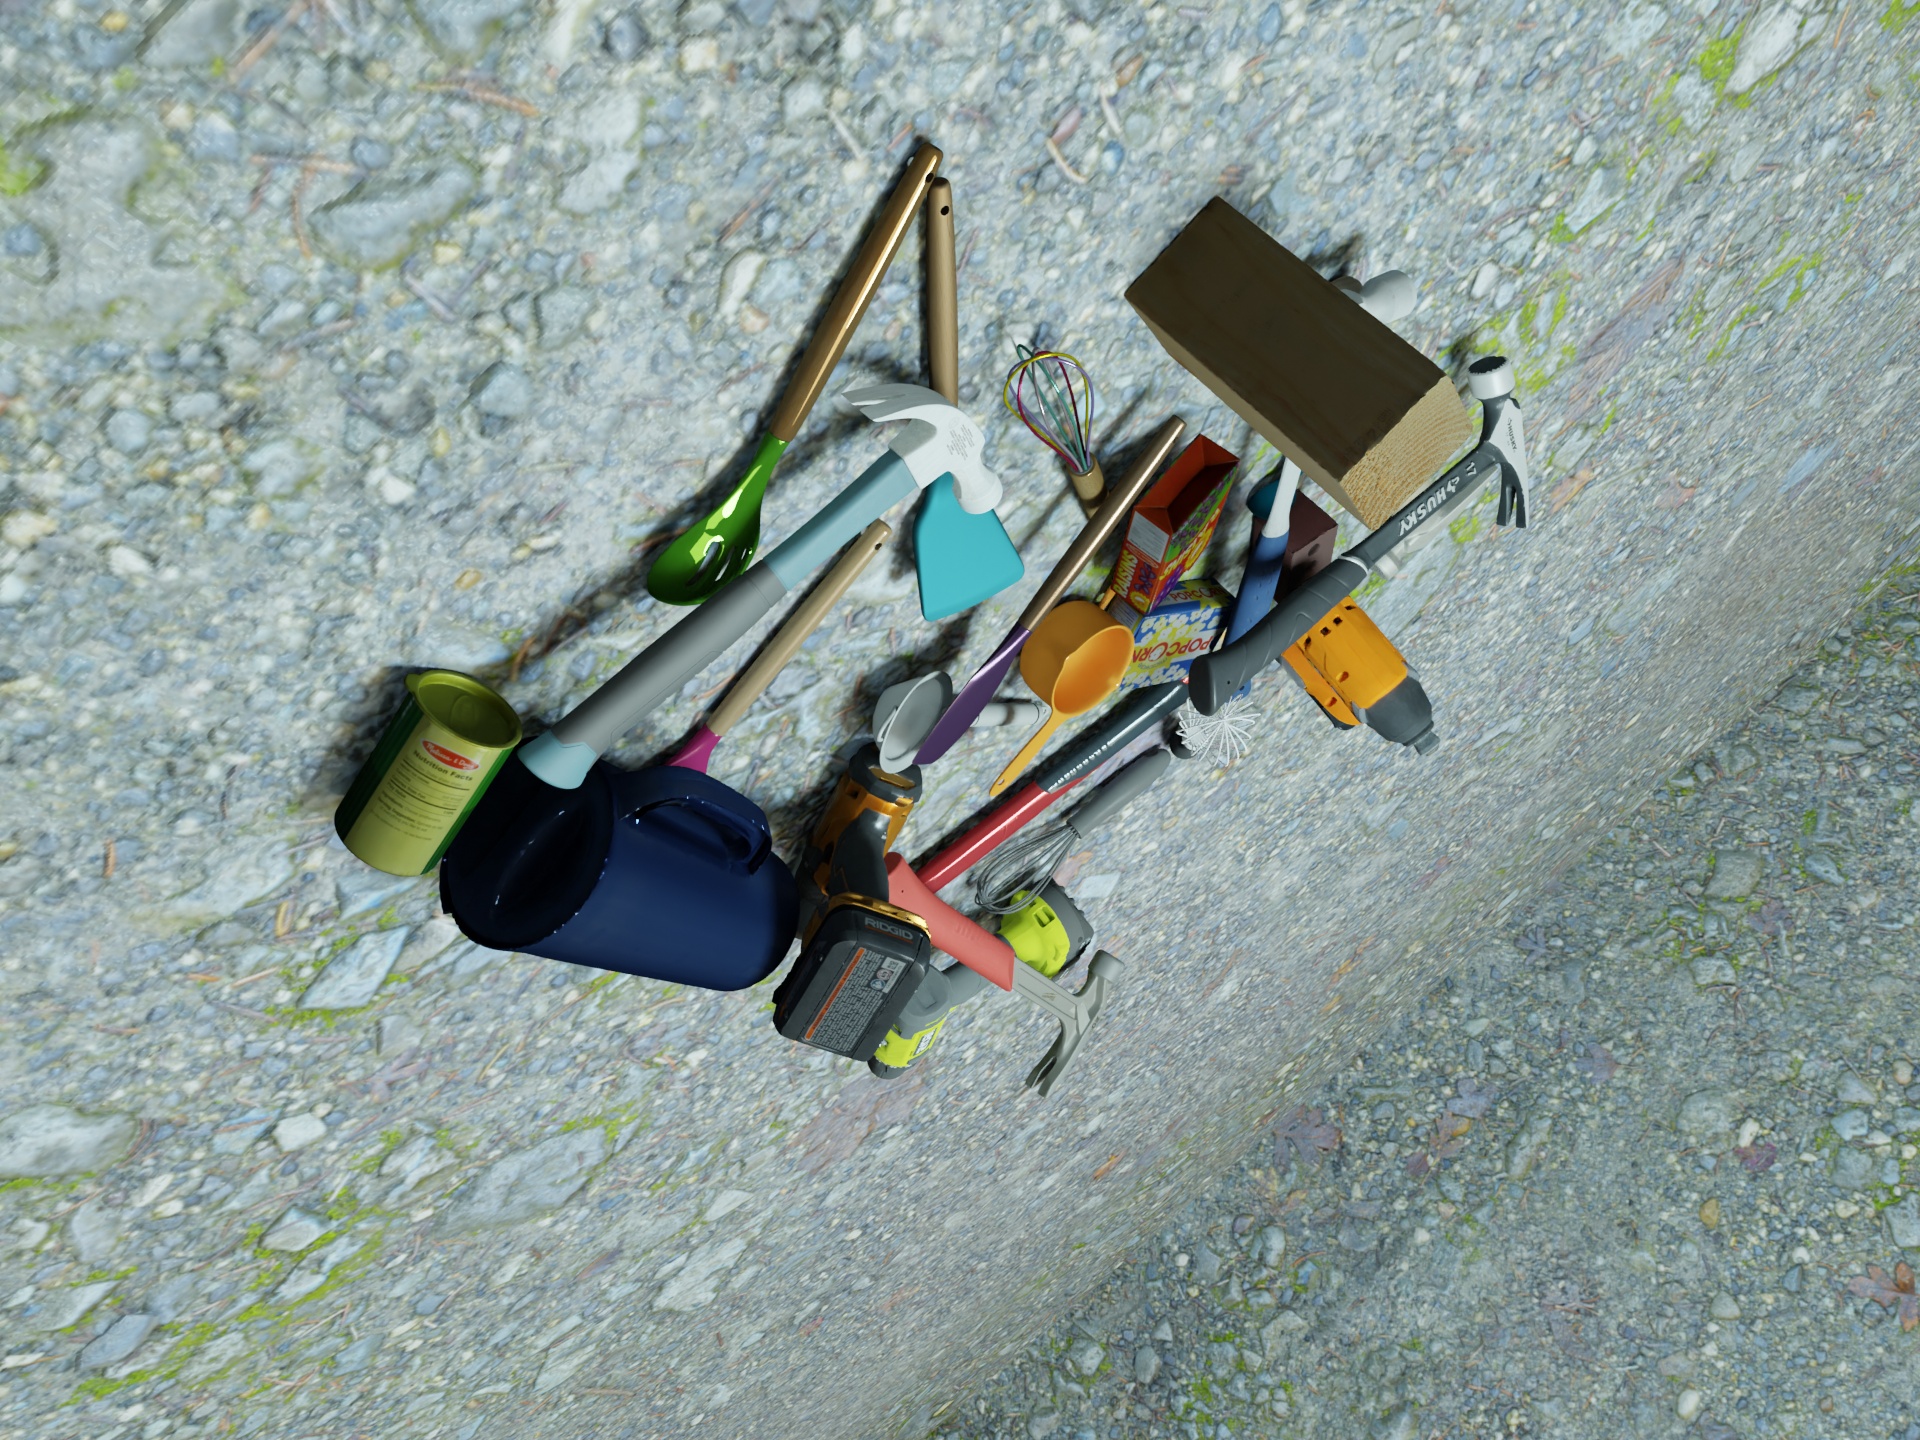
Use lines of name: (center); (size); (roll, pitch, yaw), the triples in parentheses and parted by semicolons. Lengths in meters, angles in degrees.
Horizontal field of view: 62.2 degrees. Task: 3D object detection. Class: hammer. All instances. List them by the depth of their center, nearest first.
hammer: (-0.119, -0.075, 0.935); (0.331, 0.033, 0.128); (-41, 144, -7)
hammer: (0.243, -0.156, 1.242); (0.144, 0.035, 0.405); (-27, 147, -24)
hammer: (0.326, -0.130, 1.272); (0.409, 0.036, 0.149); (-38, 121, -23)
hammer: (0.364, -0.252, 1.326); (0.146, 0.038, 0.410); (-44, 150, 4)
hammer: (0.018, 0.215, 1.408); (0.358, 0.037, 0.149); (39, 80, -44)
hammer: (0.069, 0.077, 1.431); (0.386, 0.038, 0.143); (-37, 152, -6)

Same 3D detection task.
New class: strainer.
strainer: (-0.002, -0.004, 1.239); (0.258, 0.050, 0.087); (-1, 120, -56)

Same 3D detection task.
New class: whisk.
whisk: (0.074, -0.184, 1.082); (0.047, 0.051, 0.244); (-50, 156, -4)
whisk: (0.212, 0.013, 1.411); (0.070, 0.070, 0.284); (-39, 175, -3)
whisk: (0.109, 0.102, 1.505); (0.239, 0.055, 0.055); (-38, 151, -12)

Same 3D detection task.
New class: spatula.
spatula: (-0.003, -0.190, 0.982); (0.082, 0.044, 0.317); (-26, 147, -17)
spatula: (0.063, -0.088, 1.151); (0.316, 0.018, 0.059); (-54, 159, 17)

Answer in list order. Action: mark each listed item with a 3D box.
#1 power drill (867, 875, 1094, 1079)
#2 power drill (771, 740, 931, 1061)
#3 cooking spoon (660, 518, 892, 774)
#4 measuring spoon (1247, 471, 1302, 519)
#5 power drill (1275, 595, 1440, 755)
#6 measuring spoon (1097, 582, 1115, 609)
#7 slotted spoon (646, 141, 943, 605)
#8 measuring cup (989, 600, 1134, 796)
power drill: (0.007, 0.258, 1.541); (0.228, 0.080, 0.190); (-28, 158, -27)
power drill: (-0.089, 0.147, 1.186); (0.084, 0.226, 0.185); (22, 121, -17)
cooking spoon: (-0.151, -0.013, 1.078); (0.319, 0.017, 0.068); (-48, 143, 15)
measuring spoon: (0.282, -0.200, 1.279); (0.042, 0.021, 0.128); (-5, 153, -38)
power drill: (0.349, -0.040, 1.400); (0.084, 0.164, 0.226); (-40, 177, 7)
measuring spoon: (0.132, -0.128, 1.255); (0.021, 0.011, 0.116); (-34, 159, -52)
slotted spoon: (-0.093, -0.184, 0.906); (0.070, 0.031, 0.313); (-3, 133, -53)
measuring cup: (0.063, -0.020, 1.267); (0.173, 0.052, 0.095); (-52, 149, 11)
